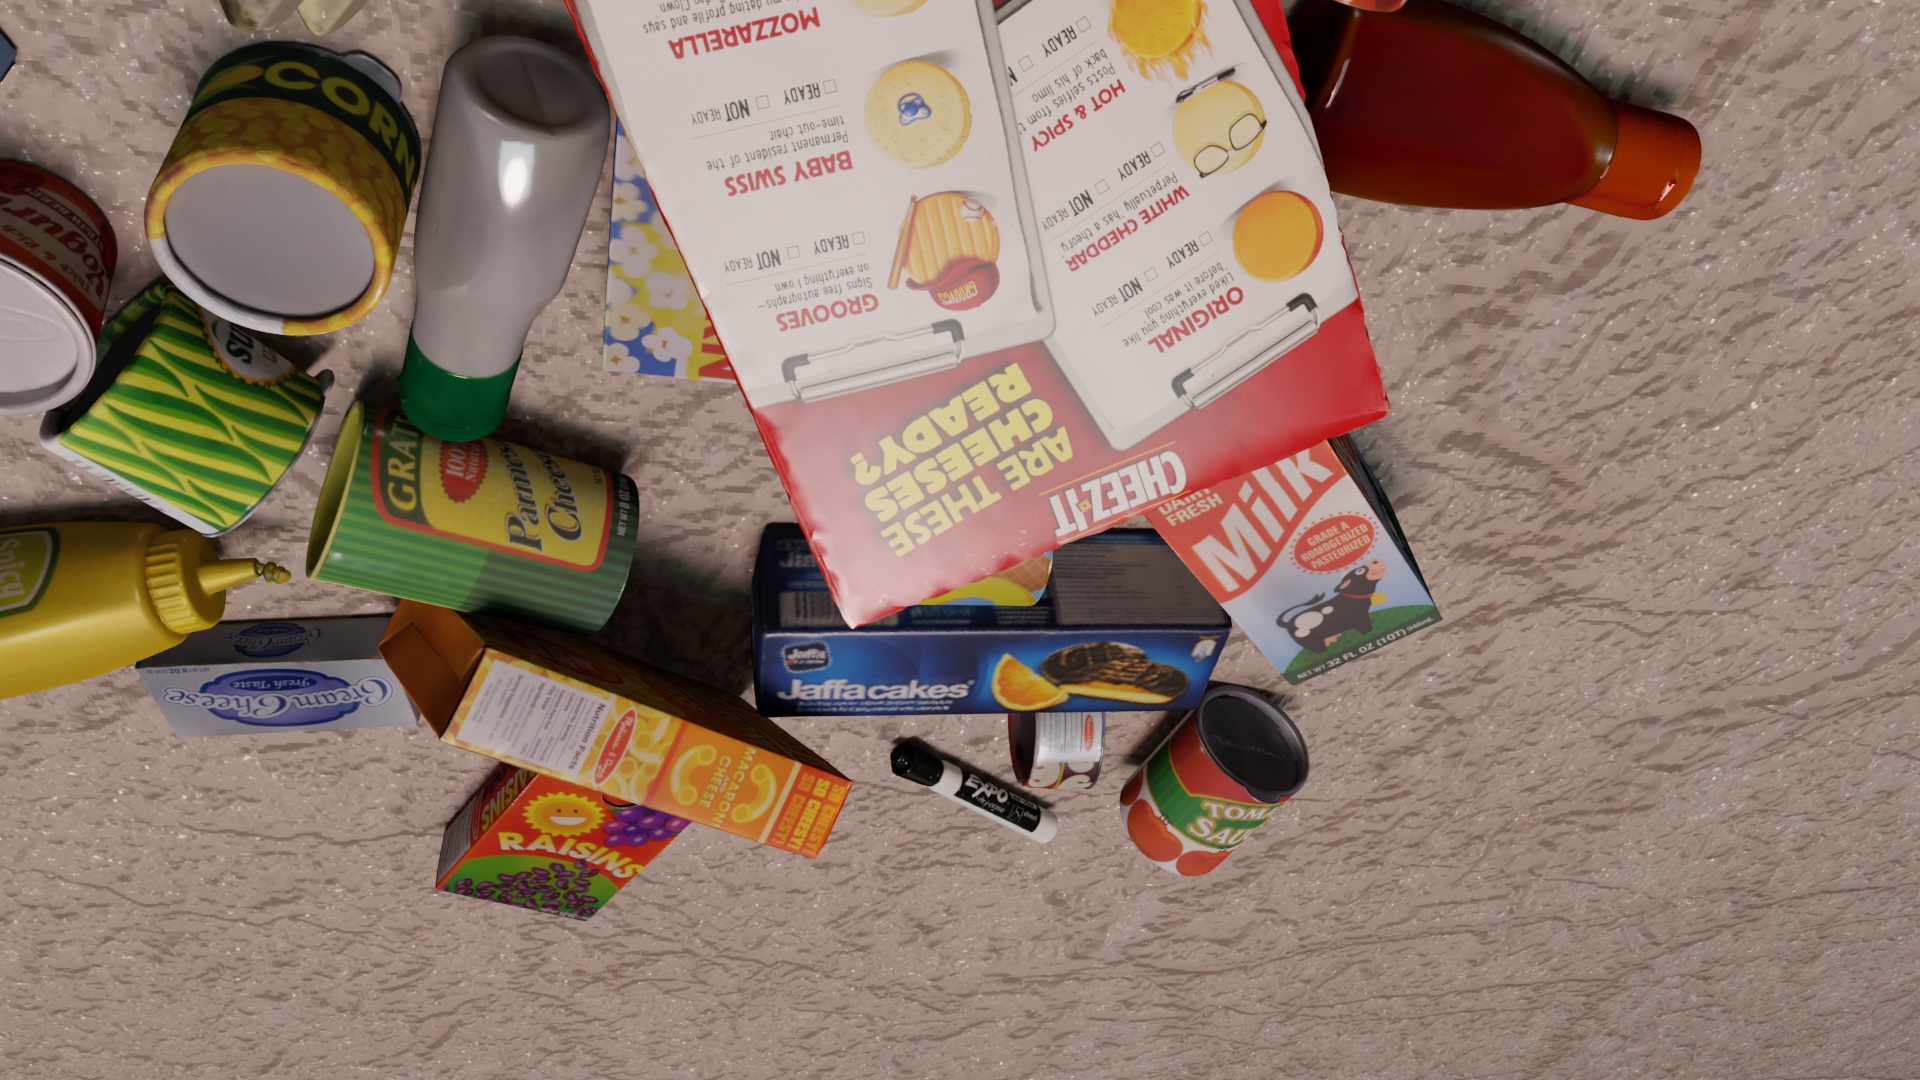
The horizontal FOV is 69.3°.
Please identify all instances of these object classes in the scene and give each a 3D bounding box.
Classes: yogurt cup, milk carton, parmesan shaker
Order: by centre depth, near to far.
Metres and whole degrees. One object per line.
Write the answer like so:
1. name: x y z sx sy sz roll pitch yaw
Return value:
1. yogurt cup: -0.298 -0.080 0.427 0.072 0.054 0.072 -5 138 -4
2. parmesan shaker: -0.180 -0.008 0.519 0.103 0.071 0.071 16 132 -30
3. milk carton: 0.116 -0.026 0.547 0.072 0.074 0.190 -28 134 20

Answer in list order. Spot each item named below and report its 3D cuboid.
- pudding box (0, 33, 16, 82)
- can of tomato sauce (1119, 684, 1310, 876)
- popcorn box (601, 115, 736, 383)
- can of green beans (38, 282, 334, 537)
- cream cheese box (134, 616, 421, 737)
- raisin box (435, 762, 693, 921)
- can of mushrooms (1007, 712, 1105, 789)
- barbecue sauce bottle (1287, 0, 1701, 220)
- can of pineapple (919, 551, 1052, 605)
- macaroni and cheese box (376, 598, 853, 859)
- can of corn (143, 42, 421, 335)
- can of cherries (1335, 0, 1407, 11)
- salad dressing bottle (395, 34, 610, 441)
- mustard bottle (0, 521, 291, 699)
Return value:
1. pudding box: -0.304 -0.151 0.366 0.049 0.030 0.083 -13 138 6
2. can of tomato sauce: 0.131 0.127 0.720 0.071 0.071 0.082 12 134 -22
3. popcorn box: -0.069 -0.109 0.449 0.085 0.038 0.126 4 136 -15
4. can of green beans: -0.259 -0.044 0.465 0.071 0.071 0.057 -30 134 21
5. cream cheese box: -0.292 0.060 0.604 0.104 0.024 0.053 -2 139 -8
6. raisin box: -0.197 0.141 0.700 0.086 0.040 0.123 25 127 -31
7. can of mushrooms: 0.044 0.086 0.664 0.033 0.071 0.070 0 137 -10
8. barbecue sauce bottle: 0.174 -0.137 0.459 0.149 0.044 0.064 7 136 -19
9. can of pineapple: 0.002 -0.007 0.552 0.058 0.071 0.070 1 137 -12
10. macaroni and cheese box: -0.144 0.073 0.577 0.166 0.124 0.040 28 86 -34
11. can of corn: -0.198 -0.105 0.414 0.071 0.058 0.070 -5 138 -5
12. can of cherries: 0.106 -0.187 0.375 0.071 0.072 0.058 11 136 -21
13. salad dressing bottle: -0.151 -0.089 0.443 0.044 0.064 0.147 -8 152 -34
14. mustard bottle: -0.339 0.022 0.529 0.160 0.065 0.048 -11 144 -7
